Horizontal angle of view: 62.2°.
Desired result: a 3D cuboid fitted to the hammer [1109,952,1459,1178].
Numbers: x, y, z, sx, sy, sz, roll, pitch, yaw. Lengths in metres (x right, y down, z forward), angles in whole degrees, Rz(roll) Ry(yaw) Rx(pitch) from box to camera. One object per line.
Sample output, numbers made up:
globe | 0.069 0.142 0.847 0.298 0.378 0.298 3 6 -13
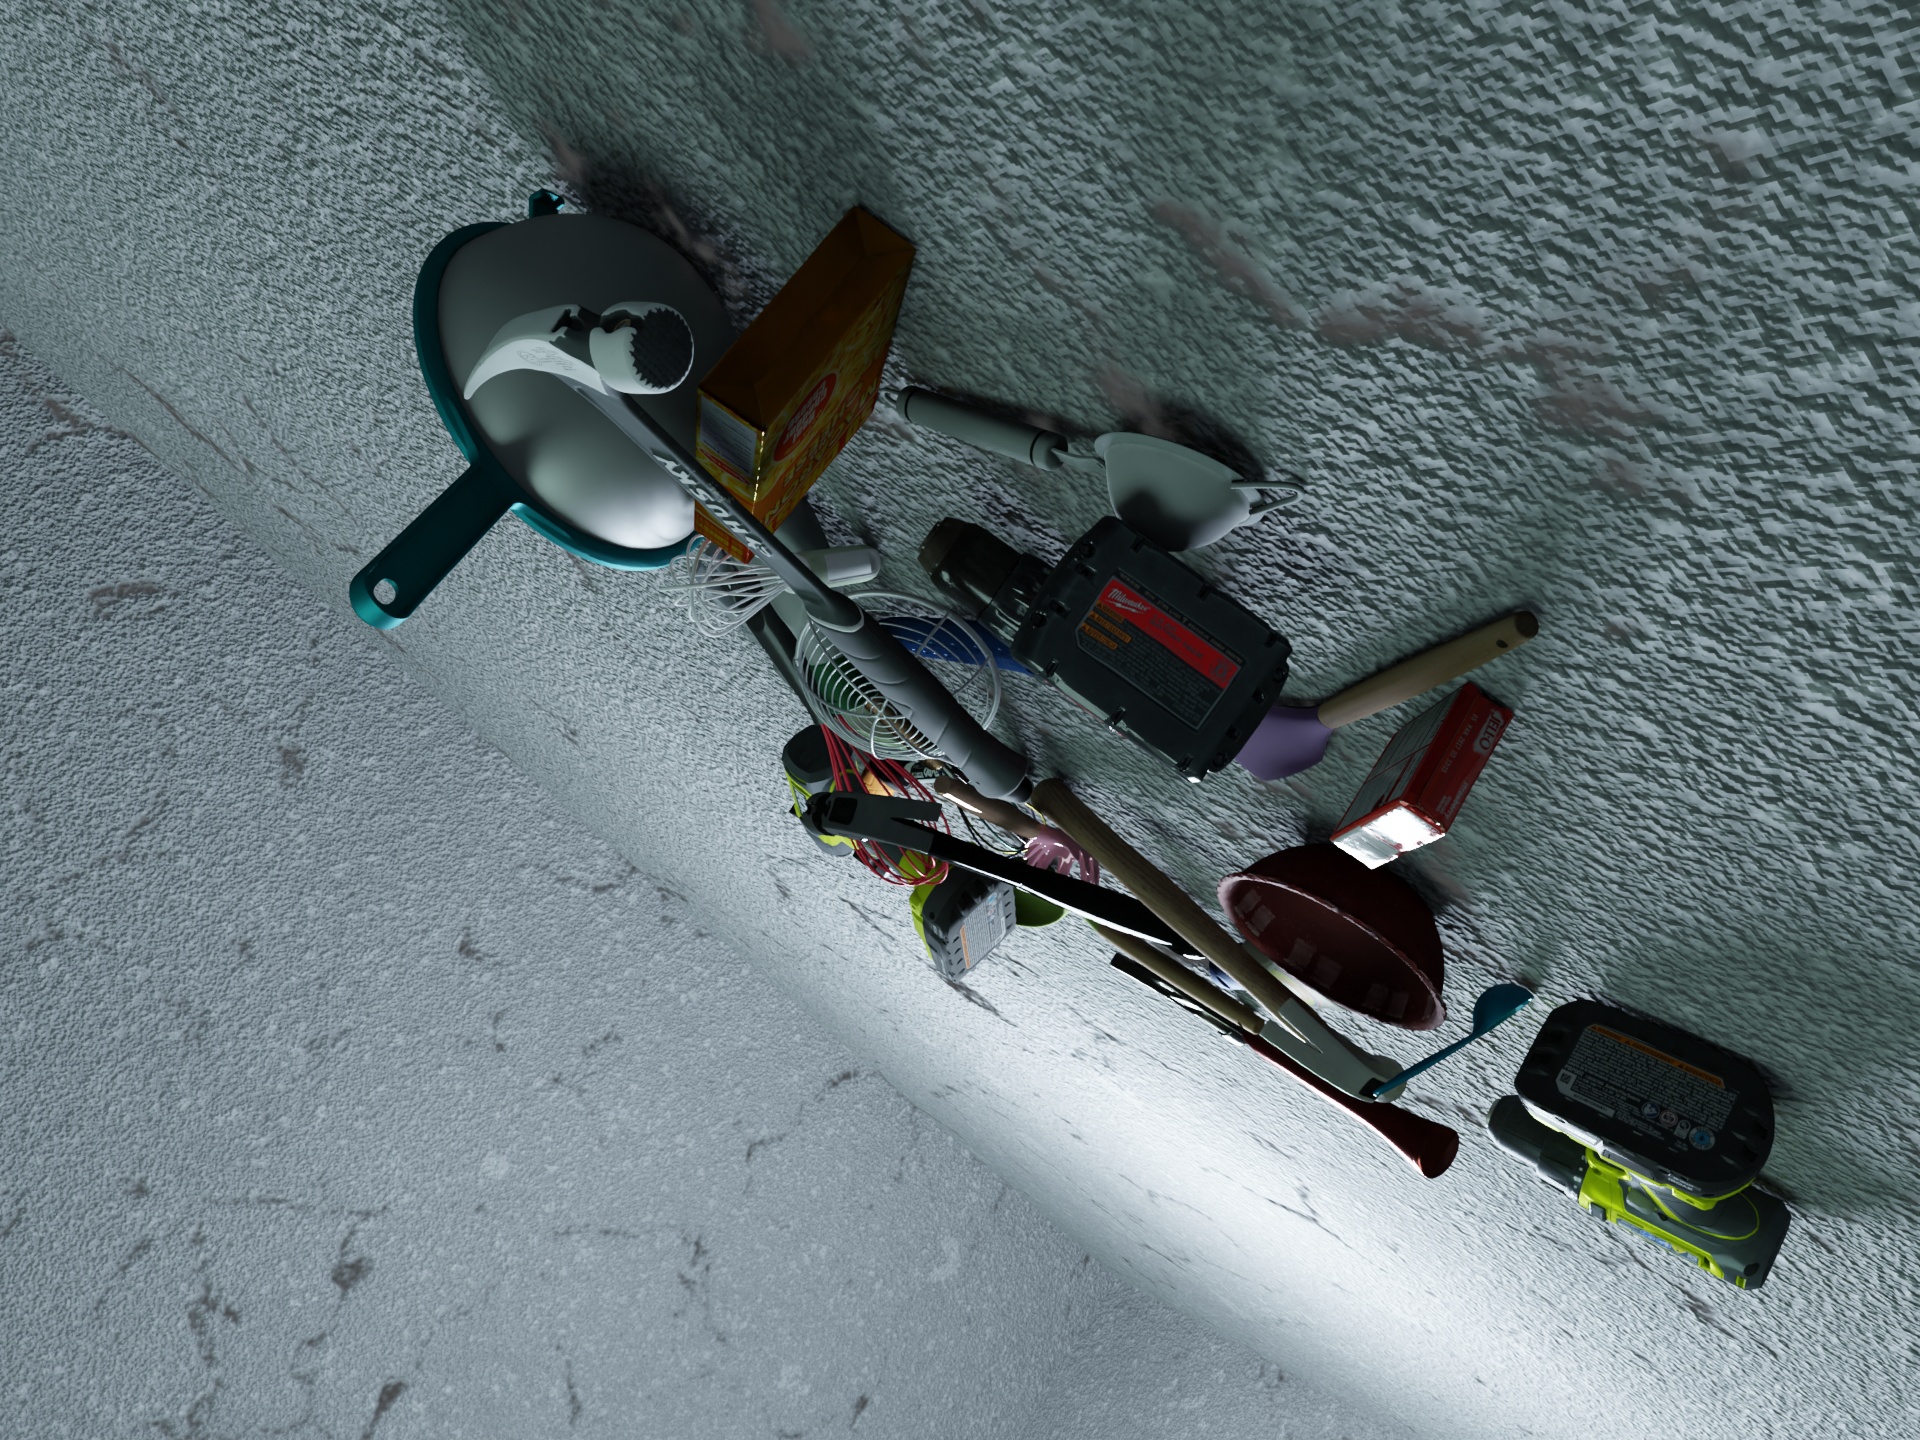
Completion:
hammer | 0.247 0.254 1.208 0.149 0.037 0.359 34 176 -21

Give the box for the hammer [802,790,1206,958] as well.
hammer | 0.057 0.118 1.168 0.334 0.035 0.146 23 168 -27

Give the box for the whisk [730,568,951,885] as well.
whisk | -0.091 0.012 1.193 0.073 0.073 0.295 7 133 56

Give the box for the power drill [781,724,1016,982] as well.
power drill | -0.058 0.118 1.381 0.223 0.080 0.171 39 157 27

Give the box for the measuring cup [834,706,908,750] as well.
measuring cup | -0.061 0.002 1.305 0.083 0.038 0.167 15 176 8

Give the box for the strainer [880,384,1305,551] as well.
strainer | 0.050 -0.128 0.785 0.259 0.050 0.086 27 174 37

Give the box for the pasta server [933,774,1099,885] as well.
pasta server | 0.042 0.083 1.170 0.060 0.040 0.316 12 172 23

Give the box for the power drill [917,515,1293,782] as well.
power drill | 0.063 -0.048 0.821 0.188 0.080 0.227 35 180 -4

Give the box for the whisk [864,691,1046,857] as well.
whisk | -0.003 0.038 1.235 0.047 0.051 0.244 -8 143 33

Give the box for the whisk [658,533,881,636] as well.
whisk | -0.104 -0.089 0.960 0.059 0.058 0.246 -4 -173 22

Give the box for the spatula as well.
spatula | 0.201 -0.010 0.822 0.060 0.018 0.316 39 162 -4

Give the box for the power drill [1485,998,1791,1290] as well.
power drill | 0.416 0.263 0.998 0.191 0.080 0.228 24 160 34

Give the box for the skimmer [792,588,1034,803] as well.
skimmer | -0.002 -0.003 1.082 0.127 0.090 0.363 -2 170 17

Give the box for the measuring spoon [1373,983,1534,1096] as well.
measuring spoon | 0.300 0.194 0.982 0.021 0.128 0.042 56 157 23

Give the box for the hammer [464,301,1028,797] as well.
hammer | -0.079 -0.065 0.804 0.149 0.036 0.408 11 157 40

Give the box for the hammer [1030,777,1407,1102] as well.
hammer | 0.164 0.144 1.110 0.332 0.031 0.130 42 -172 34

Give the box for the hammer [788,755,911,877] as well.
hammer | -0.096 0.079 1.546 0.127 0.034 0.336 36 161 1

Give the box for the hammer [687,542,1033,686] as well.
hammer | -0.062 -0.065 1.138 0.144 0.035 0.406 48 159 -30

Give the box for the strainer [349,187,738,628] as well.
strainer | -0.194 -0.158 0.811 0.095 0.341 0.210 -26 115 29

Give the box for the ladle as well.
ladle | 0.125 0.188 1.299 0.320 0.062 0.078 28 157 52
